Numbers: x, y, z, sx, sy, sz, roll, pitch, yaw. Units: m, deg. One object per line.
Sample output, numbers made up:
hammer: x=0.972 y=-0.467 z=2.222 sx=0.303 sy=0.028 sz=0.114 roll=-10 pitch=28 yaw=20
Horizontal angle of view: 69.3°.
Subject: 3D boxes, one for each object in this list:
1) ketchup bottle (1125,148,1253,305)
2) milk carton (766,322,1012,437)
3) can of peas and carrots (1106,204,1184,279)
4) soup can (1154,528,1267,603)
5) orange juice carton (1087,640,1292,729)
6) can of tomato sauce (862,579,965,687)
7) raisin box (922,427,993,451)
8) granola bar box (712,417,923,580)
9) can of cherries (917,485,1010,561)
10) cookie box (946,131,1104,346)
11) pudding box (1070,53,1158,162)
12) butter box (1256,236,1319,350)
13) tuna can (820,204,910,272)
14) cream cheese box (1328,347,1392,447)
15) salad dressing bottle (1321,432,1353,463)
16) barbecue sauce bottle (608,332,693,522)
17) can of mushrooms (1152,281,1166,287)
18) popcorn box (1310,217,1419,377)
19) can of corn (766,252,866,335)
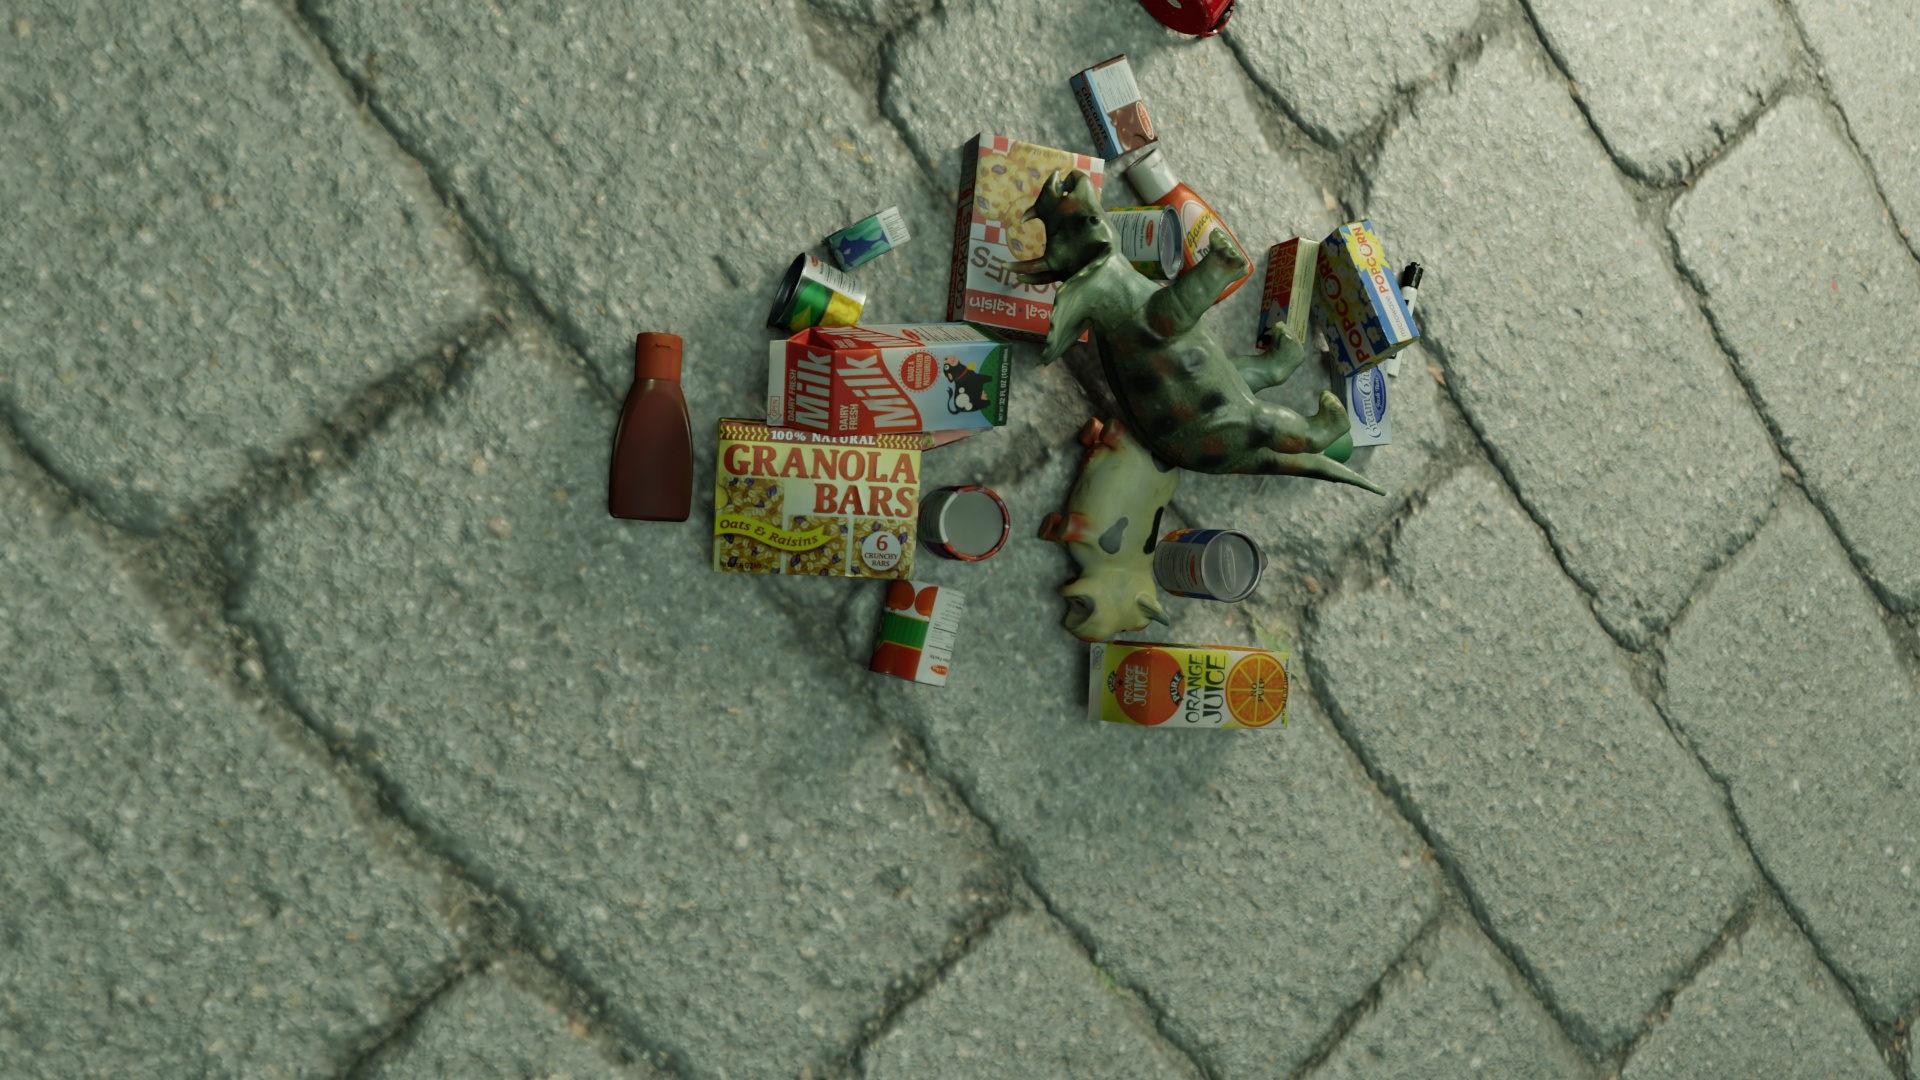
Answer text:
ketchup bottle: x=0.209 y=-0.292 z=1.290 sx=0.065 sy=0.043 sz=0.148 roll=-43 pitch=105 yaw=-20
milk carton: x=-0.061 y=-0.130 z=1.112 sx=0.191 sy=0.073 sz=0.072 roll=-5 pitch=114 yaw=-22
can of peas and carrots: x=0.164 y=-0.267 z=1.251 sx=0.071 sy=0.059 sz=0.071 roll=-16 pitch=108 yaw=-61
soup can: x=0.229 y=0.022 z=1.279 sx=0.071 sy=0.083 sz=0.071 roll=-1 pitch=91 yaw=-22
orange juice carton: x=0.204 y=0.132 z=1.276 sx=0.193 sy=0.073 sz=0.072 roll=4 pitch=90 yaw=-22
can of tomato sauce: x=-0.039 y=0.077 z=1.181 sx=0.071 sy=0.071 sz=0.083 roll=15 pitch=85 yaw=-22
raisin box: x=-0.042 y=-0.118 z=1.191 sx=0.124 sy=0.040 sz=0.086 roll=-18 pitch=97 yaw=-20
granola bar box: x=-0.117 y=-0.034 z=1.134 sx=0.166 sy=0.039 sz=0.124 roll=3 pitch=97 yaw=-9
can of cherries: x=0.004 y=-0.015 z=1.200 sx=0.071 sy=0.058 sz=0.071 roll=0 pitch=91 yaw=-22
cookie box: x=0.058 y=-0.263 z=1.231 sx=0.123 sy=0.040 sz=0.167 roll=6 pitch=87 yaw=-22
pudding box: x=0.140 y=-0.394 z=1.268 sx=0.050 sy=0.030 sz=0.083 roll=-28 pitch=101 yaw=-21
butter box: x=0.313 y=-0.235 z=1.328 sx=0.024 sy=0.053 sz=0.103 roll=10 pitch=86 yaw=-19
tuna can: x=-0.079 y=-0.251 z=1.162 sx=0.071 sy=0.071 sz=0.032 roll=-30 pitch=102 yaw=-19
cream cheese box: x=0.397 y=-0.144 z=1.379 sx=0.053 sy=0.024 sz=0.103 roll=-6 pitch=93 yaw=-21
salad dressing bottle: x=0.310 y=-0.094 z=1.326 sx=0.148 sy=0.064 sz=0.044 roll=1 pitch=102 yaw=-30
barbecue sauce bottle: x=-0.244 y=-0.090 z=1.106 sx=0.065 sy=0.043 sz=0.148 roll=4 pitch=89 yaw=-23
can of mushrooms: x=0.172 y=-0.203 z=1.281 sx=0.071 sy=0.033 sz=0.071 roll=0 pitch=90 yaw=-22
popcorn box: x=0.375 y=-0.229 z=1.320 sx=0.038 sy=0.085 sz=0.127 roll=-17 pitch=81 yaw=-20
can of corn: x=-0.118 y=-0.193 z=1.146 sx=0.058 sy=0.071 sz=0.071 roll=23 pitch=82 yaw=-21
